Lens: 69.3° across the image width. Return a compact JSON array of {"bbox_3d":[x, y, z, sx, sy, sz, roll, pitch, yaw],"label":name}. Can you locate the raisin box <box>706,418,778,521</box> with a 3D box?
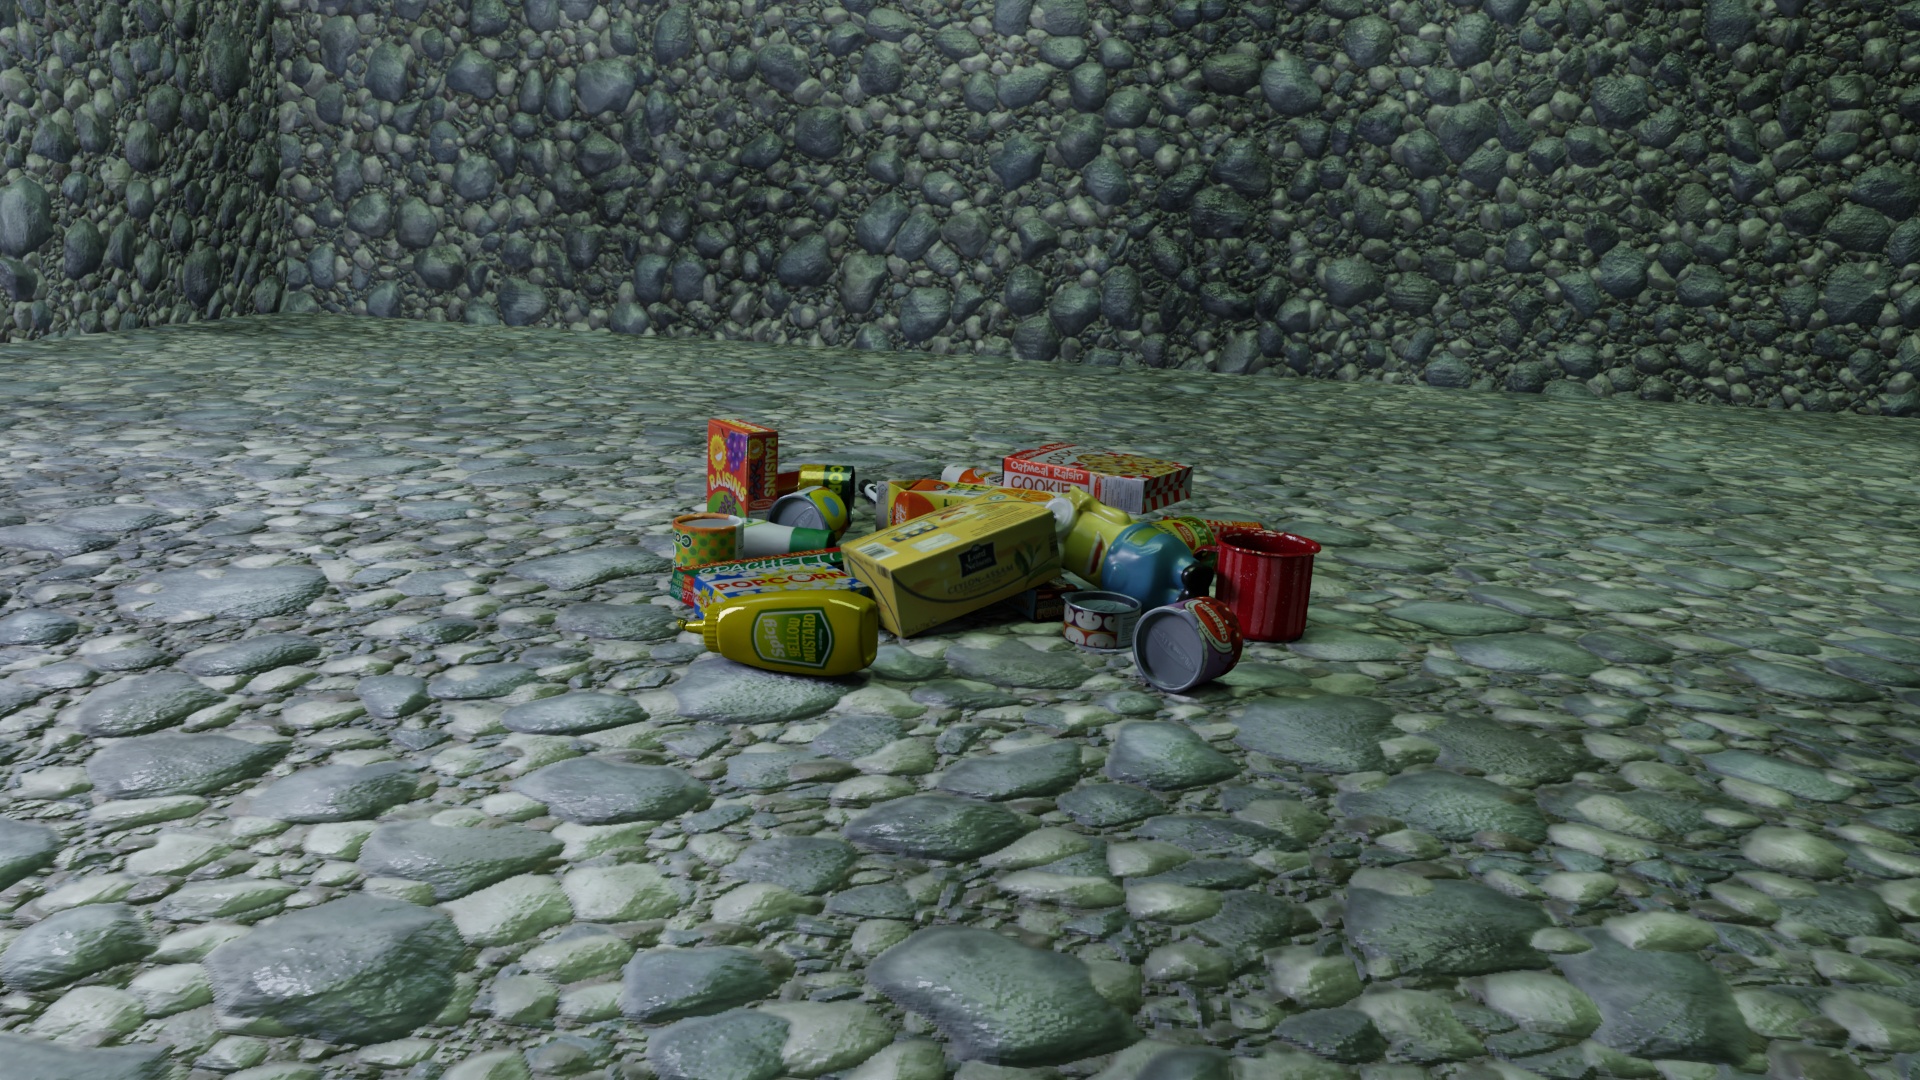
[{"bbox_3d":[-0.228,-0.059,1.439,0.040,0.123,0.086,-7,17,-37],"label":"raisin box"}]

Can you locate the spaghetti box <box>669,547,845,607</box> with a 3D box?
[{"bbox_3d":[-0.146,0.030,1.291,0.251,0.028,0.050,-7,16,-37],"label":"spaghetti box"}]

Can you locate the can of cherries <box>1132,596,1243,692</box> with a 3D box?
[{"bbox_3d":[0.178,0.078,1.076,0.071,0.071,0.058,15,17,41],"label":"can of cherries"}]

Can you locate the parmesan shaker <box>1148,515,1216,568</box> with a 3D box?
[{"bbox_3d":[0.193,0.016,1.350,0.103,0.071,0.071,-10,18,-41],"label":"parmesan shaker"}]

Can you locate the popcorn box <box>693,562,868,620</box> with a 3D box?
[{"bbox_3d":[-0.152,0.051,1.180,0.127,0.038,0.085,-5,15,-31],"label":"popcorn box"}]

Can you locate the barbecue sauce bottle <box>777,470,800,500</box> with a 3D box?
[{"bbox_3d":[-0.197,-0.057,1.606,0.065,0.043,0.149,12,15,34],"label":"barbecue sauce bottle"}]

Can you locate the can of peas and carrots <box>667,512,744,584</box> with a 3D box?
[{"bbox_3d":[-0.237,0.009,1.292,0.071,0.058,0.071,3,13,-1],"label":"can of peas and carrots"}]

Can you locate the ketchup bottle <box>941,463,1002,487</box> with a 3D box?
[{"bbox_3d":[0.032,-0.062,1.678,0.065,0.043,0.149,-7,16,-35],"label":"ketchup bottle"}]

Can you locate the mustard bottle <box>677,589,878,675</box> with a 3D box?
[{"bbox_3d":[-0.145,0.069,1.066,0.160,0.065,0.049,0,7,13],"label":"mustard bottle"}]

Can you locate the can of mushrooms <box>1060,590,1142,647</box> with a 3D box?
[{"bbox_3d":[0.119,0.067,1.189,0.071,0.033,0.071,3,14,-1],"label":"can of mushrooms"}]

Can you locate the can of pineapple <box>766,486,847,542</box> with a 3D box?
[{"bbox_3d":[-0.155,-0.018,1.412,0.071,0.070,0.058,8,14,18],"label":"can of pineapple"}]

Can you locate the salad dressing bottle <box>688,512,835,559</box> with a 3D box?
[{"bbox_3d":[-0.198,0.001,1.367,0.148,0.044,0.064,6,13,10],"label":"salad dressing bottle"}]

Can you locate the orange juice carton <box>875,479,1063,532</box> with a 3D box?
[{"bbox_3d":[0.005,-0.018,1.431,0.193,0.071,0.073,6,13,11],"label":"orange juice carton"}]

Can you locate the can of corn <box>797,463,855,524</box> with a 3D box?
[{"bbox_3d":[-0.149,-0.053,1.545,0.058,0.071,0.071,2,13,0],"label":"can of corn"}]

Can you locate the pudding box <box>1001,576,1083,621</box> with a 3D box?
[{"bbox_3d":[0.071,0.047,1.264,0.050,0.030,0.084,-2,15,-25],"label":"pudding box"}]

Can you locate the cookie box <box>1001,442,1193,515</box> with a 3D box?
[{"bbox_3d":[0.146,-0.069,1.487,0.167,0.040,0.123,12,17,31],"label":"cookie box"}]

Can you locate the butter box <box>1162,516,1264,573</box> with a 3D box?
[{"bbox_3d":[0.257,0.006,1.429,0.103,0.053,0.024,4,15,2],"label":"butter box"}]

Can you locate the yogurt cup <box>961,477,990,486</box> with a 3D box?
[{"bbox_3d":[0.007,-0.033,1.517,0.054,0.072,0.072,-6,14,-2],"label":"yogurt cup"}]
